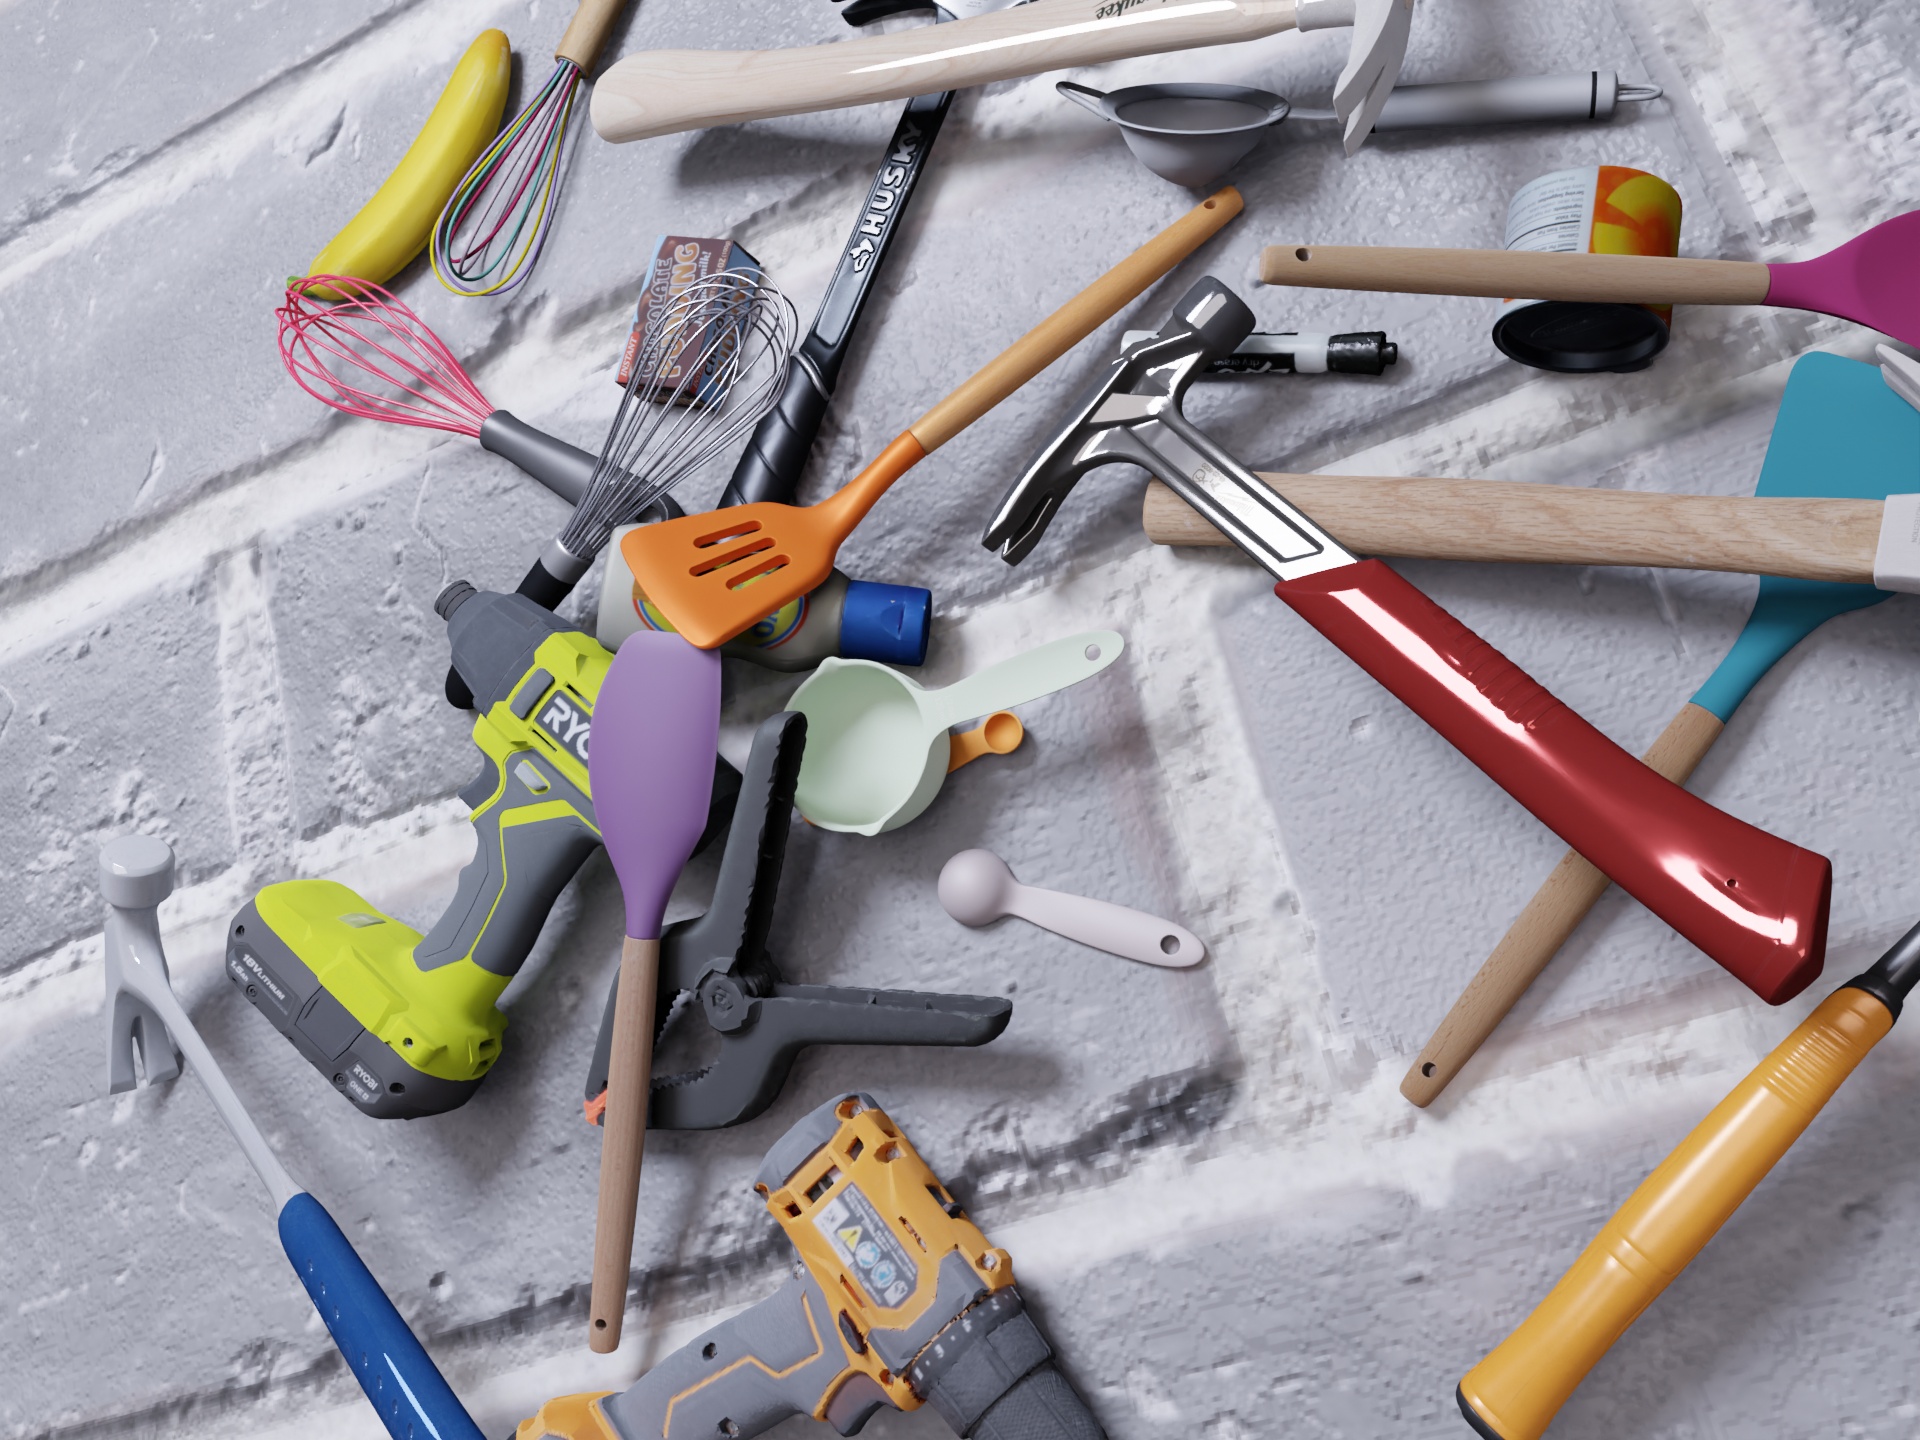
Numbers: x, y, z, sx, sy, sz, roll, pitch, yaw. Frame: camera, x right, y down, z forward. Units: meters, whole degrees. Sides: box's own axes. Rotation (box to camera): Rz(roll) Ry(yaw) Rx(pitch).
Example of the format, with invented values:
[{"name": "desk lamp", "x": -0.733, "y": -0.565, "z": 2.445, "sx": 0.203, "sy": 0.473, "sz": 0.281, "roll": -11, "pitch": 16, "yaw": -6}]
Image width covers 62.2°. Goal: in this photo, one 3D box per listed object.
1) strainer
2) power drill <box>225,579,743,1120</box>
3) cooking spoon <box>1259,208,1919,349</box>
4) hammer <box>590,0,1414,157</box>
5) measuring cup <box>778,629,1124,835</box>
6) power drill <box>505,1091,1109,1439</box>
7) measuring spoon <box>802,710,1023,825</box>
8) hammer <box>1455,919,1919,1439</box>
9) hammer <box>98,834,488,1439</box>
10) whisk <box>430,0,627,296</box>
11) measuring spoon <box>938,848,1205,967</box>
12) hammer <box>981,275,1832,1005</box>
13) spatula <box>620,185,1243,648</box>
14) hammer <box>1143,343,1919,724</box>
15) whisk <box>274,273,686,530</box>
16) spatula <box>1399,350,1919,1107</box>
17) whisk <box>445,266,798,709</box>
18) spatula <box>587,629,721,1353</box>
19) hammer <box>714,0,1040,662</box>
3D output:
[{"name": "strainer", "x": 0.170, "y": -0.266, "z": 0.701, "sx": 0.258, "sy": 0.050, "sz": 0.087, "roll": 2, "pitch": 35, "yaw": 18}, {"name": "power drill", "x": -0.231, "y": 0.058, "z": 0.747, "sx": 0.171, "sy": 0.080, "sz": 0.223, "roll": 41, "pitch": 97, "yaw": 10}, {"name": "cooking spoon", "x": 0.269, "y": -0.162, "z": 0.586, "sx": 0.319, "sy": 0.017, "sz": 0.069, "roll": 2, "pitch": 75, "yaw": -2}, {"name": "hammer", "x": -0.003, "y": -0.300, "z": 0.729, "sx": 0.411, "sy": 0.038, "sz": 0.146, "roll": 2, "pitch": 64, "yaw": 27}, {"name": "measuring cup", "x": -0.001, "y": -0.002, "z": 0.695, "sx": 0.167, "sy": 0.038, "sz": 0.083, "roll": -21, "pitch": 74, "yaw": 18}, {"name": "power drill", "x": -0.064, "y": 0.292, "z": 0.641, "sx": 0.226, "sy": 0.084, "sz": 0.185, "roll": -45, "pitch": 66, "yaw": 1}, {"name": "measuring spoon", "x": -0.022, "y": 0.024, "z": 0.727, "sx": 0.117, "sy": 0.011, "sz": 0.021, "roll": -23, "pitch": 73, "yaw": 19}, {"name": "hammer", "x": 0.282, "y": 0.118, "z": 0.529, "sx": 0.034, "sy": 0.127, "sz": 0.337, "roll": 41, "pitch": 100, "yaw": 25}, {"name": "hammer", "x": -0.301, "y": 0.217, "z": 0.711, "sx": 0.406, "sy": 0.035, "sz": 0.144, "roll": 37, "pitch": 124, "yaw": 35}, {"name": "whisk", "x": -0.230, "y": -0.347, "z": 0.884, "sx": 0.047, "sy": 0.051, "sz": 0.245, "roll": 20, "pitch": 82, "yaw": 31}, {"name": "measuring spoon", "x": 0.044, "y": 0.082, "z": 0.679, "sx": 0.124, "sy": 0.018, "sz": 0.034, "roll": 14, "pitch": 83, "yaw": 24}, {"name": "hammer", "x": 0.155, "y": -0.025, "z": 0.591, "sx": 0.149, "sy": 0.036, "sz": 0.359, "roll": -49, "pitch": 55, "yaw": 10}, {"name": "spatula", "x": -0.003, "y": -0.144, "z": 0.712, "sx": 0.322, "sy": 0.041, "sz": 0.081, "roll": -38, "pitch": 59, "yaw": -3}, {"name": "hammer", "x": 0.222, "y": -0.077, "z": 0.608, "sx": 0.331, "sy": 0.031, "sz": 0.130, "roll": 9, "pitch": 81, "yaw": 34}, {"name": "whisk", "x": -0.261, "y": -0.163, "z": 0.846, "sx": 0.296, "sy": 0.073, "sz": 0.073, "roll": 30, "pitch": 90, "yaw": 19}, {"name": "spatula", "x": 0.260, "y": 0.014, "z": 0.594, "sx": 0.082, "sy": 0.044, "sz": 0.317, "roll": 38, "pitch": 94, "yaw": 33}, {"name": "whisk", "x": -0.172, "y": -0.101, "z": 0.769, "sx": 0.284, "sy": 0.070, "sz": 0.070, "roll": -46, "pitch": 64, "yaw": 24}, {"name": "spatula", "x": -0.143, "y": 0.119, "z": 0.691, "sx": 0.060, "sy": 0.018, "sz": 0.316, "roll": 6, "pitch": 93, "yaw": 12}, {"name": "hammer", "x": -0.070, "y": -0.190, "z": 0.784, "sx": 0.149, "sy": 0.036, "sz": 0.409, "roll": 22, "pitch": 86, "yaw": 26}]
